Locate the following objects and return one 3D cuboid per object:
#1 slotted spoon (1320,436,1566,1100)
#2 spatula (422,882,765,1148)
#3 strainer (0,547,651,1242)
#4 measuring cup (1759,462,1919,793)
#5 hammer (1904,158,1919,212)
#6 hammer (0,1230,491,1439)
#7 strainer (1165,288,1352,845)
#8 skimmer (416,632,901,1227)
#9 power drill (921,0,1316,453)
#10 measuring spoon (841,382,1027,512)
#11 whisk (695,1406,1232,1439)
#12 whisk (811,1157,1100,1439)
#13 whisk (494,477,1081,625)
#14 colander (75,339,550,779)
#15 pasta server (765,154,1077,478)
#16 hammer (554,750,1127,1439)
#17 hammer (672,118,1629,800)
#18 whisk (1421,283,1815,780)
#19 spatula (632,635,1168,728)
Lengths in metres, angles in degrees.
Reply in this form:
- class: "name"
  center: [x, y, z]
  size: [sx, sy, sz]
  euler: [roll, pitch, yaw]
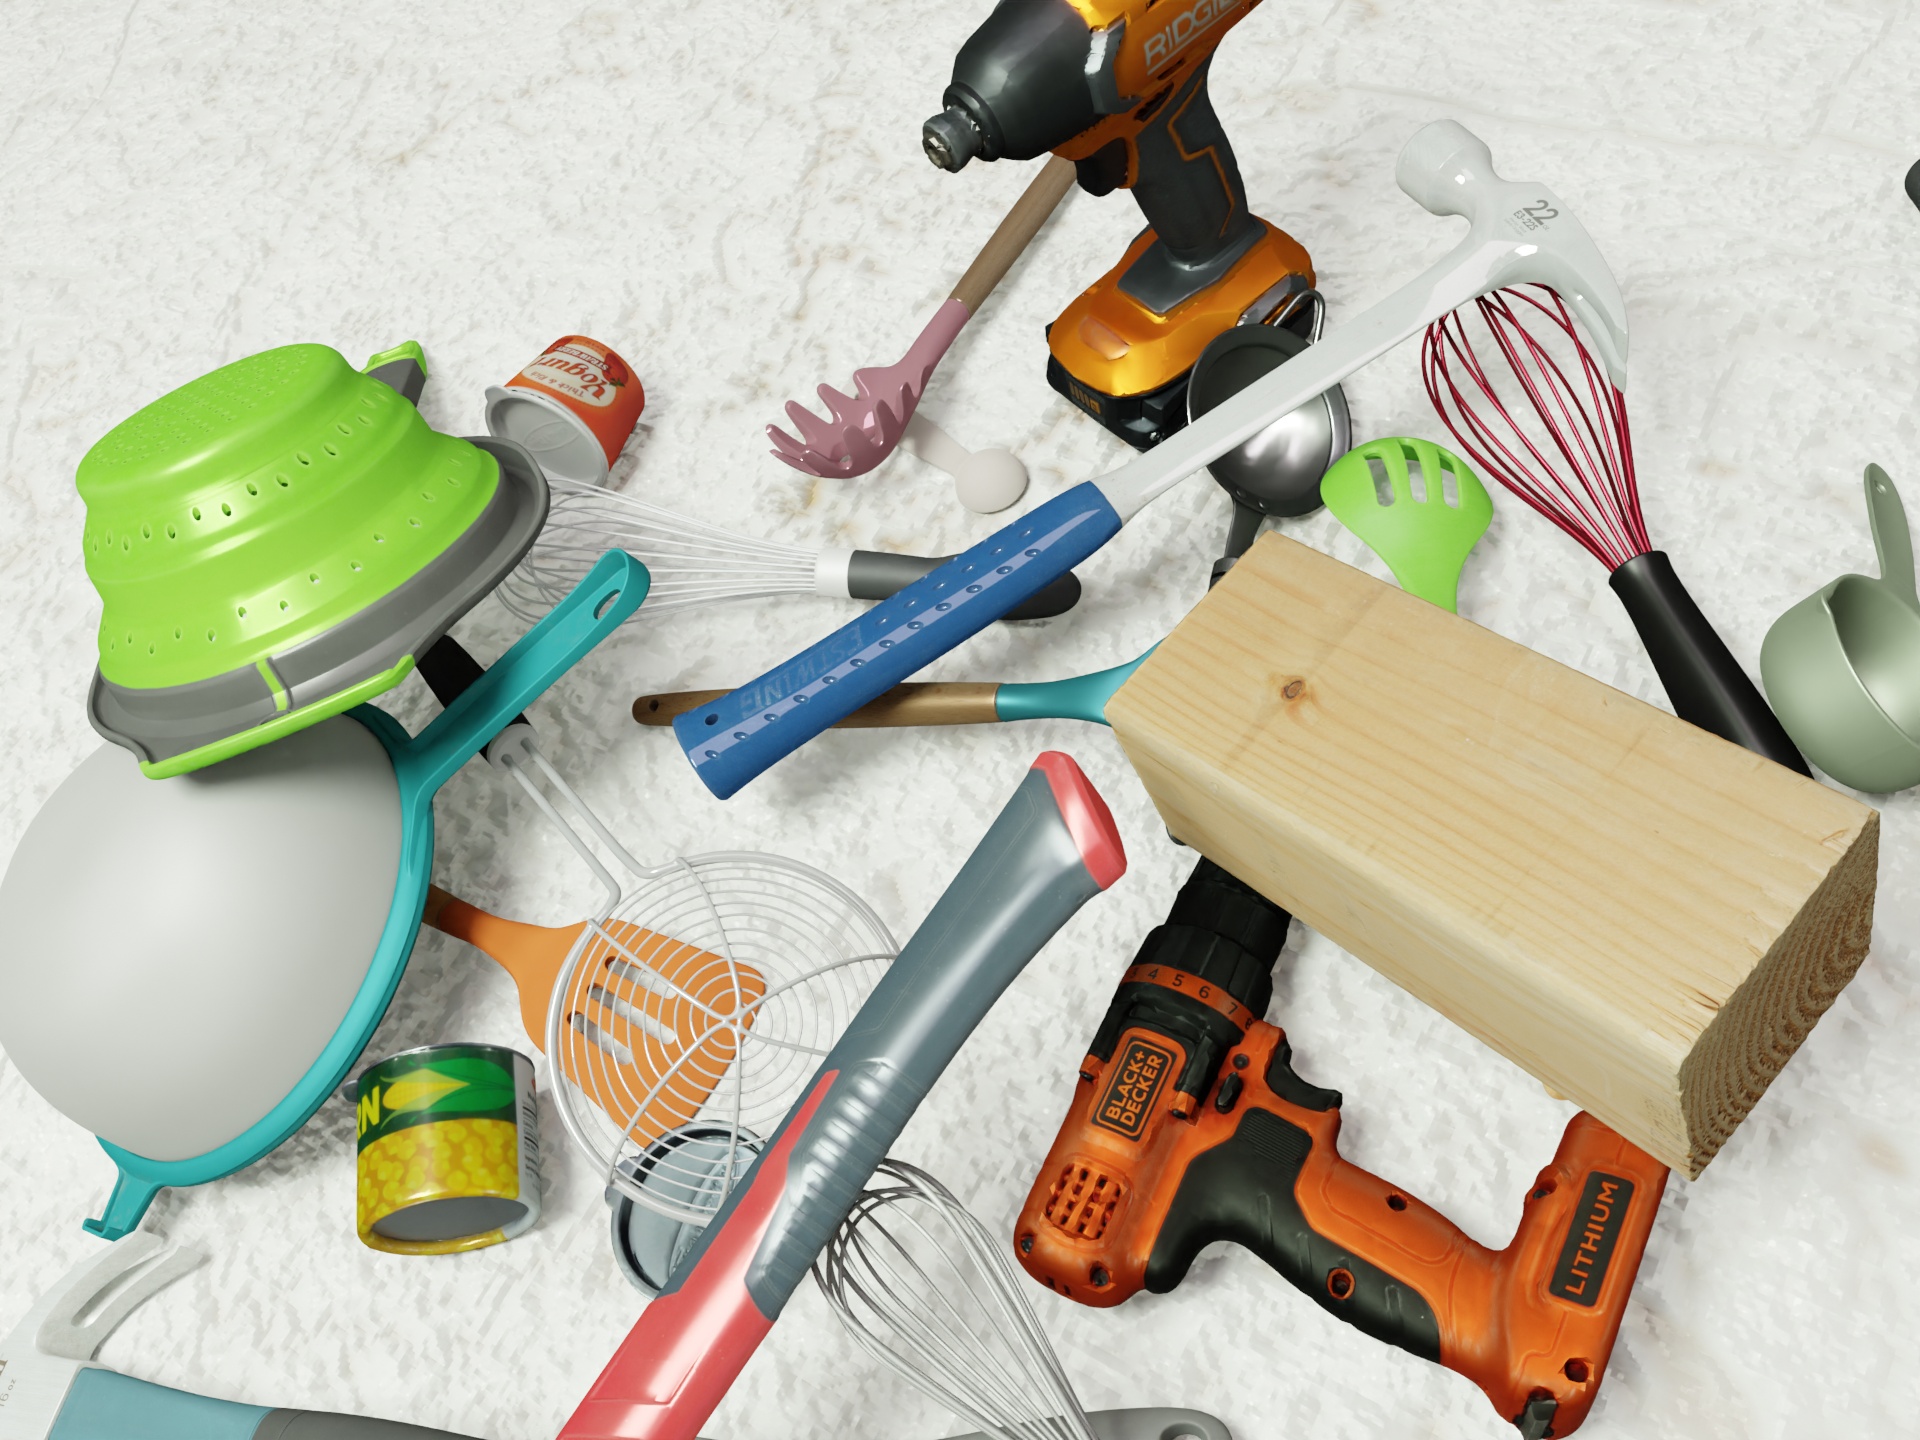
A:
- class: "slotted spoon"
  center: [0.187, -0.006, 0.587]
  size: [0.070, 0.031, 0.314]
  euler: [0, 50, 0]
- class: "spatula"
  center: [-0.231, 0.081, 0.686]
  size: [0.323, 0.041, 0.081]
  euler: [19, 64, 29]
- class: "strainer"
  center: [-0.270, 0.032, 0.622]
  size: [0.340, 0.095, 0.211]
  euler: [-39, 50, 13]
- class: "measuring cup"
  center: [0.333, -0.040, 0.592]
  size: [0.083, 0.038, 0.168]
  euler: [36, 46, -9]
- class: "hammer"
  center: [0.411, -0.100, 0.594]
  size: [0.146, 0.035, 0.335]
  euler: [7, 56, -4]
- class: "hammer"
  center: [-0.224, 0.250, 0.535]
  size: [0.331, 0.033, 0.128]
  euler: [-4, 56, 27]
- class: "strainer"
  center: [0.114, -0.067, 0.669]
  size: [0.086, 0.050, 0.259]
  euler: [24, 66, -20]
- class: "skimmer"
  center: [-0.148, 0.056, 0.642]
  size: [0.127, 0.090, 0.364]
  euler: [-36, 38, -16]
- class: "power drill"
  center: [0.070, -0.217, 0.660]
  size: [0.164, 0.226, 0.084]
  euler: [-40, 57, -10]
- class: "measuring spoon"
  center: [-0.018, -0.138, 0.761]
  size: [0.034, 0.018, 0.124]
  euler: [-44, 58, -13]
- class: "whisk"
  center: [-0.031, 0.250, 0.511]
  size: [0.239, 0.055, 0.055]
  euler: [-10, 57, 4]
- class: "whisk"
  center: [0.041, 0.226, 0.472]
  size: [0.246, 0.059, 0.058]
  euler: [45, 37, 13]
- class: "whisk"
  center: [-0.086, -0.070, 0.719]
  size: [0.284, 0.070, 0.070]
  euler: [5, 61, 13]
- class: "colander"
  center: [-0.293, -0.129, 0.708]
  size: [0.204, 0.094, 0.398]
  euler: [-21, 33, 2]
- class: "pasta server"
  center: [0.009, -0.228, 0.790]
  size: [0.060, 0.040, 0.316]
  euler: [10, 56, 41]
- class: "hammer"
  center: [-0.082, 0.165, 0.467]
  size: [0.143, 0.038, 0.386]
  euler: [24, 72, 40]
- class: "hammer"
  center: [0.069, -0.088, 0.626]
  size: [0.405, 0.035, 0.144]
  euler: [-33, 55, 0]
- class: "whisk"
  center: [0.257, -0.074, 0.625]
  size: [0.073, 0.073, 0.296]
  euler: [-19, 61, 3]
- class: "spatula"
  center: [-0.001, -0.002, 0.653]
  size: [0.317, 0.044, 0.082]
  euler: [0, 75, 28]
